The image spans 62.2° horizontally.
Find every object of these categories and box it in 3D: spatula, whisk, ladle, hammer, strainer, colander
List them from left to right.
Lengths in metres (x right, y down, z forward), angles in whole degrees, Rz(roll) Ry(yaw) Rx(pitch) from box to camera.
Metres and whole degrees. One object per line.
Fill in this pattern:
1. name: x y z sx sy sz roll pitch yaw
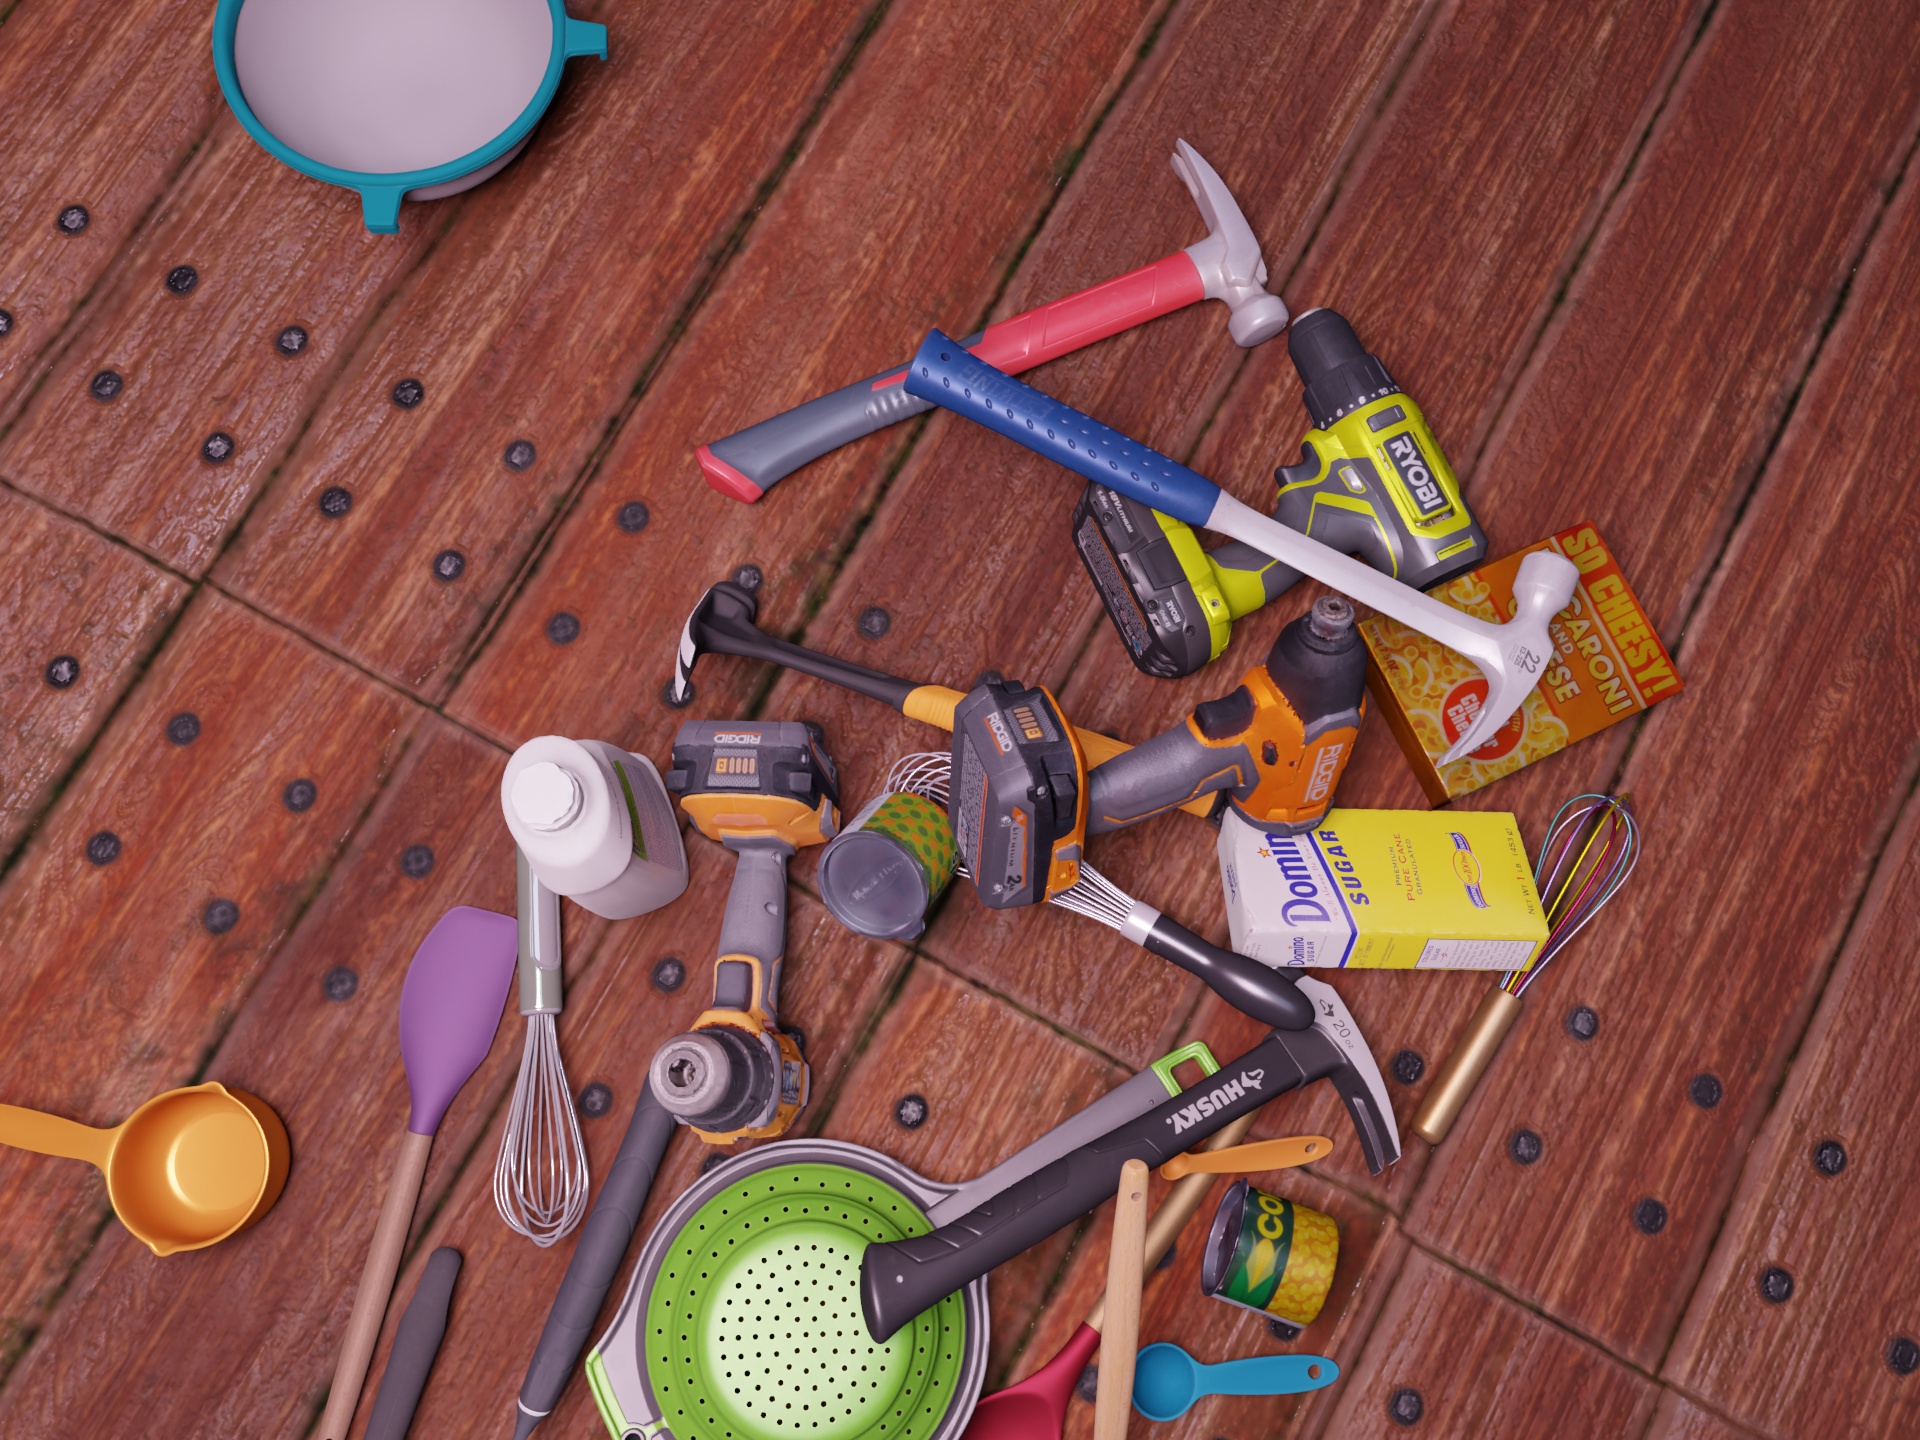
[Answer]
1. strainer: -0.396 -0.452 1.016 0.340 0.095 0.211 43 78 8
2. whisk: -0.329 0.437 0.864 0.073 0.073 0.296 16 73 1
3. spatula: -0.321 0.263 0.917 0.059 0.018 0.316 14 78 -6
4. hammer: -0.237 0.382 0.853 0.036 0.149 0.409 23 72 -3
5. whisk: -0.243 0.177 0.924 0.057 0.059 0.246 7 70 -40
6. colander: -0.013 0.287 0.868 0.397 0.094 0.205 -30 76 -14
7. hammer: -0.002 -0.003 0.945 0.337 0.127 0.034 18 112 -4
8. hammer: 0.009 -0.245 1.020 0.386 0.038 0.143 -23 80 -7
9. whisk: 0.076 0.102 0.923 0.285 0.070 0.070 30 79 15
10. ladle: 0.091 0.329 0.918 0.069 0.031 0.315 38 78 1
11. hammer: 0.092 0.241 0.862 0.334 0.035 0.146 -22 65 -27
12. hammer: 0.154 -0.114 0.921 0.405 0.035 0.144 26 75 0
13. whisk: 0.339 0.145 0.956 0.051 0.047 0.245 33 83 3

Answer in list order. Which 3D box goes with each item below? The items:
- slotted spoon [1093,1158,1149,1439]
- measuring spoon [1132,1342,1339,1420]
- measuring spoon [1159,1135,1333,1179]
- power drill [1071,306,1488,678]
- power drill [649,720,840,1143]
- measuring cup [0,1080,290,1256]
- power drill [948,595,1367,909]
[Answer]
1. slotted spoon: 0.082 0.369 0.843 0.070 0.031 0.313 -1 109 -8
2. measuring spoon: 0.155 0.378 0.919 0.128 0.021 0.042 2 78 -11
3. measuring spoon: 0.167 0.252 0.929 0.117 0.011 0.021 0 113 -22
4. power drill: 0.189 -0.141 0.989 0.228 0.080 0.191 -24 81 -9
5. power drill: -0.122 0.115 0.872 0.084 0.185 0.226 1 76 6
6. measuring cup: -0.467 0.241 0.899 0.173 0.052 0.095 13 79 2
7. power drill: 0.113 0.012 0.857 0.226 0.164 0.084 -13 51 -15
